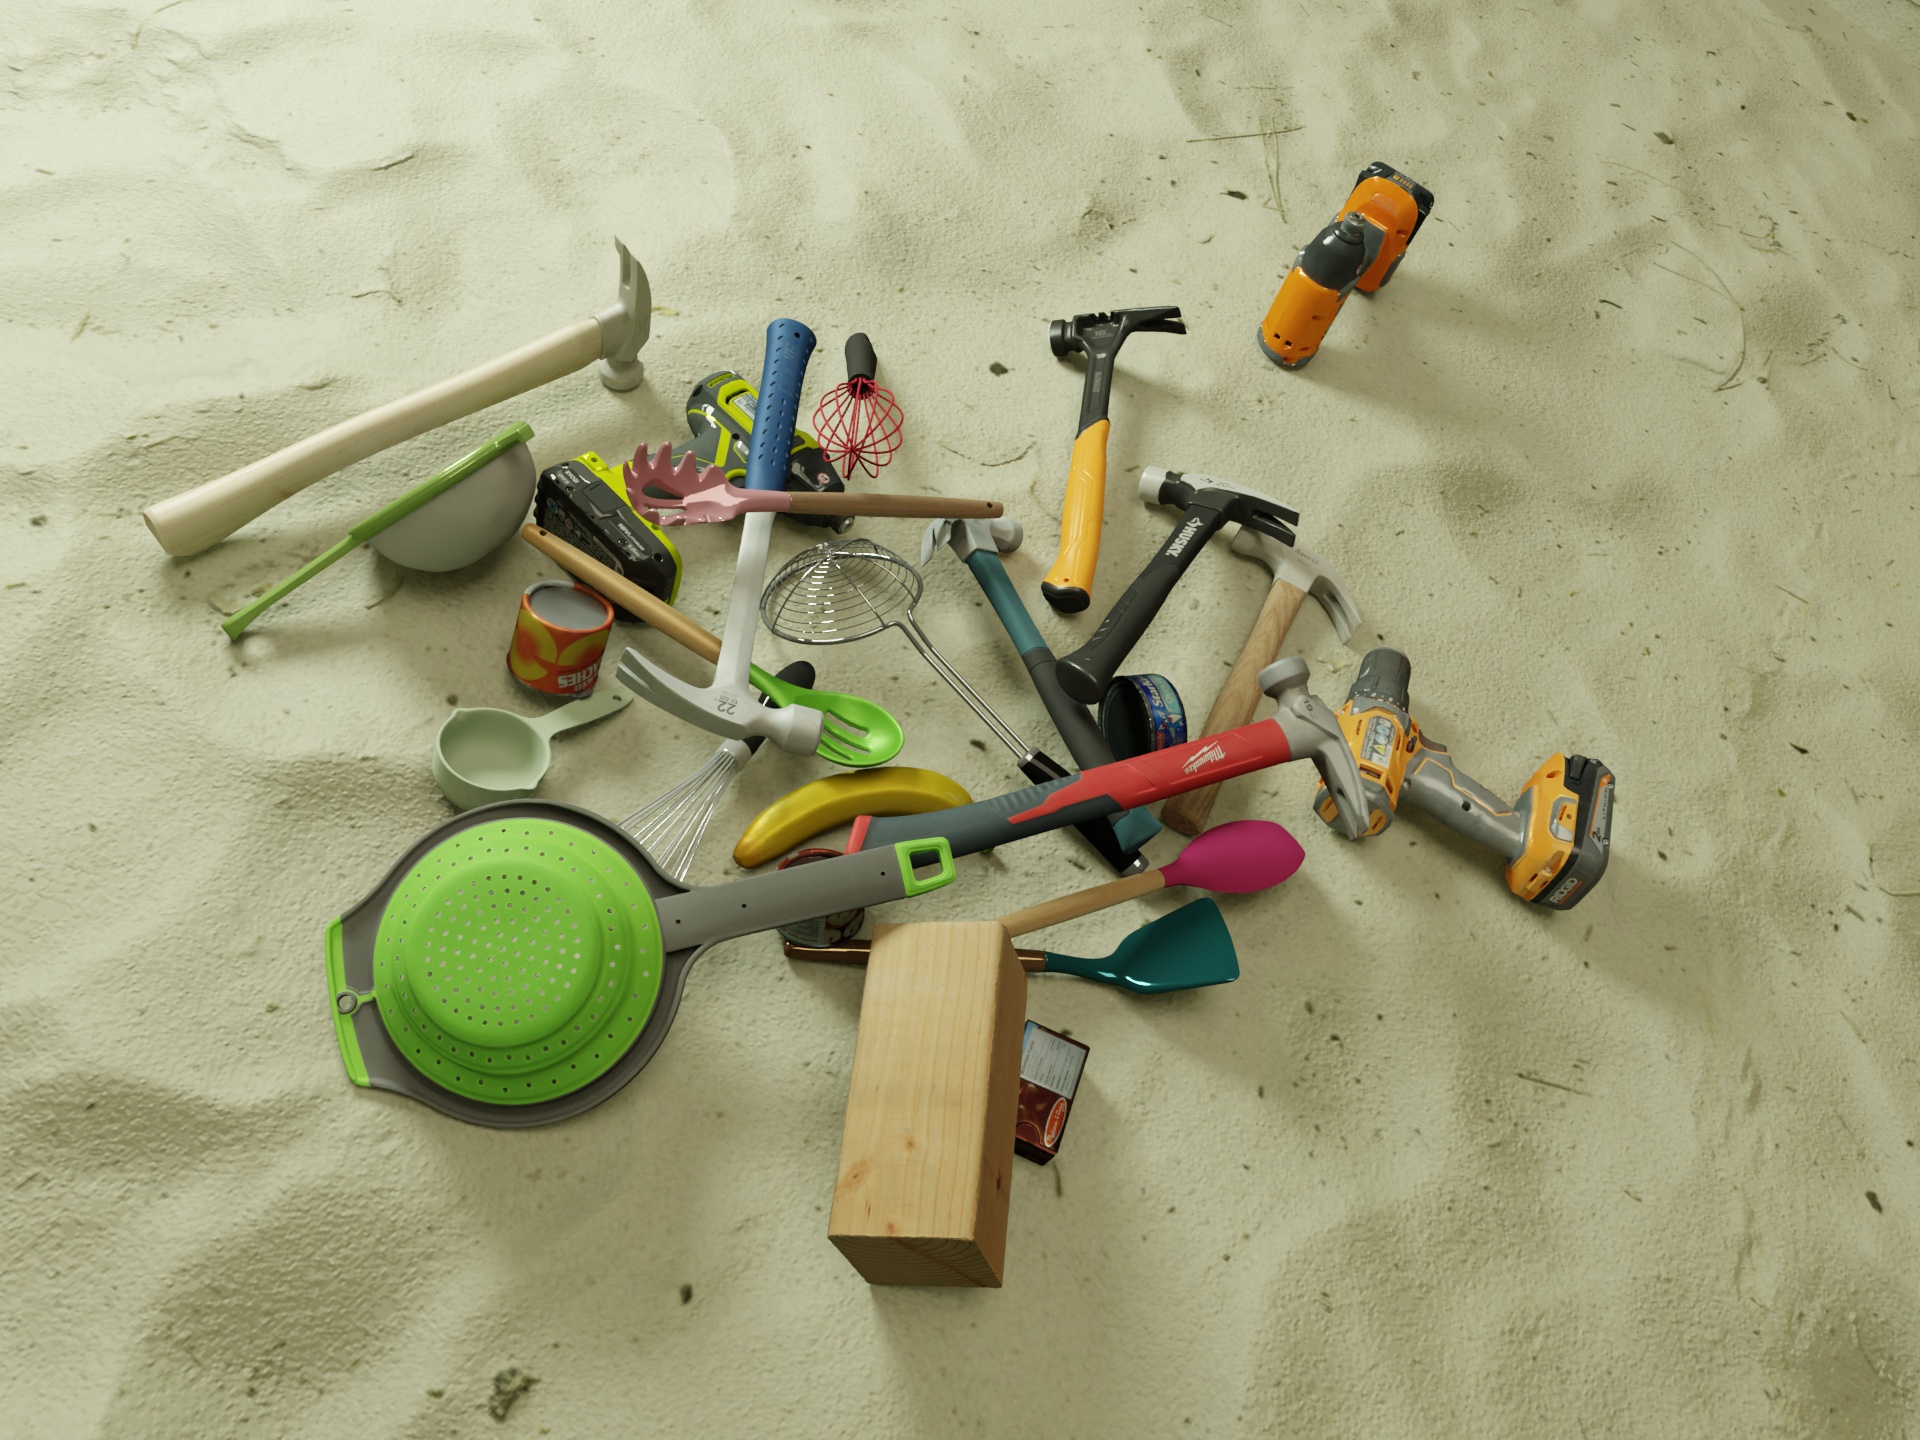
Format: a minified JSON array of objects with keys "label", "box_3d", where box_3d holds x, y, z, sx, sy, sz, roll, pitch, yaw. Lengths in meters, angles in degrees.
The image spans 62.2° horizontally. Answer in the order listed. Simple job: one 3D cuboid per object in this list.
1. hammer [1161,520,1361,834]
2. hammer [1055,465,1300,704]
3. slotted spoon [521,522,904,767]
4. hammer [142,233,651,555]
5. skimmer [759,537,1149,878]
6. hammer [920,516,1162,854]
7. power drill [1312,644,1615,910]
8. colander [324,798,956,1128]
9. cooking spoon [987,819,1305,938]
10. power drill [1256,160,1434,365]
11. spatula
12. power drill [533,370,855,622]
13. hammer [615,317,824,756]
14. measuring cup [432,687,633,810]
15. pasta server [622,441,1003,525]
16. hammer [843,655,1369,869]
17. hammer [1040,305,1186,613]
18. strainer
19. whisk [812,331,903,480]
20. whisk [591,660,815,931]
[{"label":"hammer","box_3d":[0.241,-0.033,1.322,0.130,0.031,0.331,29,54,3]},{"label":"hammer","box_3d":[0.164,-0.111,1.287,0.146,0.035,0.335,17,40,19]},{"label":"slotted spoon","box_3d":[-0.181,-0.054,1.150,0.313,0.031,0.070,32,44,-2]},{"label":"hammer","box_3d":[-0.411,-0.237,1.199,0.410,0.146,0.038,-33,73,-28]},{"label":"skimmer","box_3d":[-0.002,-0.004,1.227,0.363,0.090,0.127,46,54,3]},{"label":"hammer","box_3d":[0.066,-0.040,1.233,0.128,0.033,0.331,6,49,-50]},{"label":"power drill","box_3d":[0.410,0.039,1.300,0.226,0.084,0.185,22,52,3]},{"label":"colander","box_3d":[-0.192,0.125,0.975,0.397,0.094,0.204,-12,79,-10]},{"label":"cooking spoon","box_3d":[0.124,0.121,1.149,0.319,0.017,0.069,-13,46,-30]},{"label":"power drill","box_3d":[0.388,-0.467,1.582,0.084,0.164,0.226,35,52,8]},{"label":"spatula","box_3d":[0.035,0.159,1.119,0.317,0.044,0.082,4,38,-13]},{"label":"power drill","box_3d":[-0.204,-0.175,1.251,0.171,0.080,0.223,44,52,14]},{"label":"hammer","box_3d":[-0.155,-0.158,1.193,0.144,0.035,0.406,16,52,-17]},{"label":"measuring cup","box_3d":[-0.297,0.016,1.123,0.083,0.038,0.167,42,38,15]},{"label":"pasta server","box_3d":[-0.101,-0.164,1.177,0.316,0.040,0.060,-2,70,-30]},{"label":"hammer","box_3d":[0.104,0.065,1.127,0.386,0.038,0.143,-15,71,-18]},{"label":"hammer","box_3d":[0.122,-0.235,1.397,0.127,0.034,0.337,-3,56,20]},{"label":"strainer","box_3d":[-0.404,-0.120,1.150,0.256,0.151,0.069,-39,108,-15]},{"label":"whisk","box_3d":[-0.082,-0.269,1.307,0.073,0.073,0.296,12,28,-10]},{"label":"whisk","box_3d":[-0.178,0.046,1.125,0.070,0.070,0.285,32,48,5]}]
